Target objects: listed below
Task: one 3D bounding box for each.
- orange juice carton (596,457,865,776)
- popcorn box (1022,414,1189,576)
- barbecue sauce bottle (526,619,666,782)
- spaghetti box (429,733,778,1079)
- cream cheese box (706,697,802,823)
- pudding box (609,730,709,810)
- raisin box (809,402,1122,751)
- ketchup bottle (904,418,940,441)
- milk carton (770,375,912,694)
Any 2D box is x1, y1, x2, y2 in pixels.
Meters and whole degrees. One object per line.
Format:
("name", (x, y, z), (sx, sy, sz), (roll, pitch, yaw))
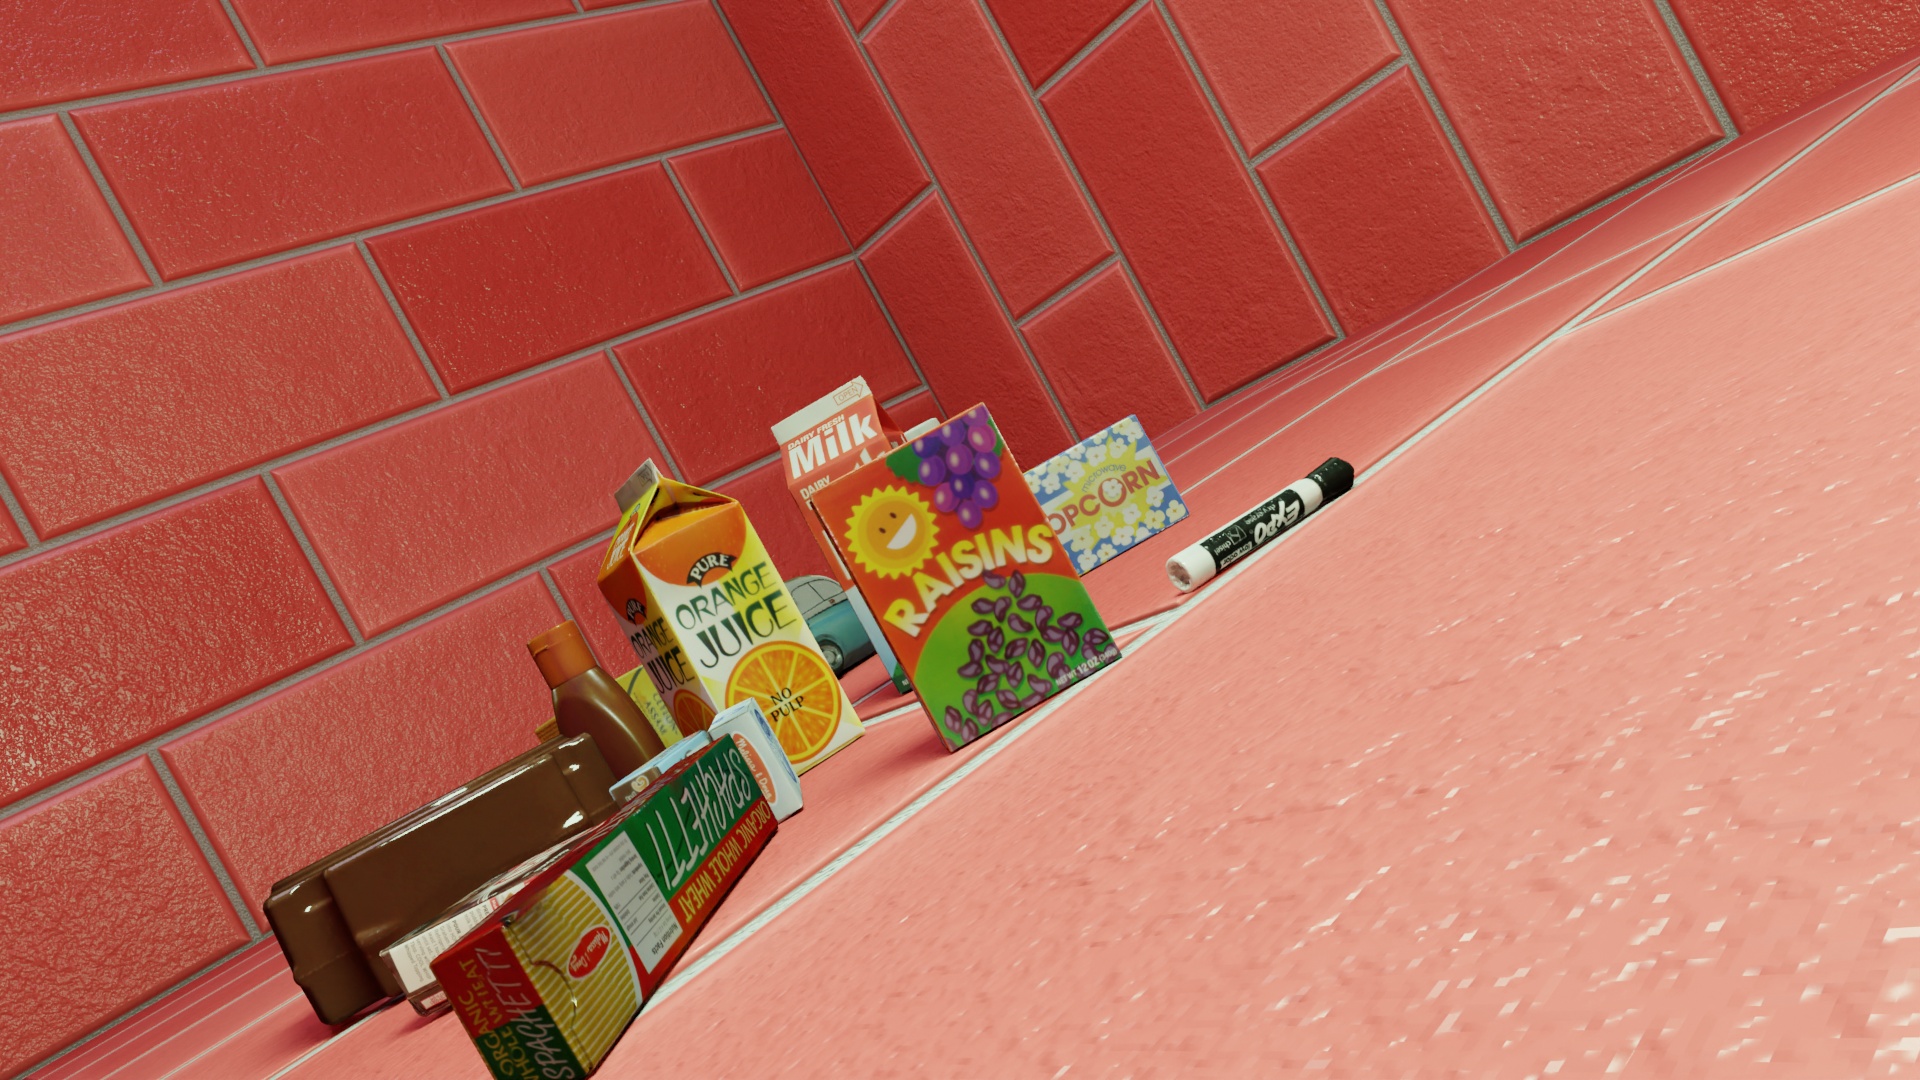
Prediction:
("orange juice carton", (-0.141, 0.047, 0.788), (0.073, 0.192, 0.071), (-30, 1, -33))
("popcorn box", (0.091, -0.025, 1.011), (0.127, 0.085, 0.038), (-29, 1, -6))
("barbecue sauce bottle", (-0.252, 0.128, 0.972), (0.064, 0.148, 0.044), (-29, 1, 20))
("spaghetti box", (-0.113, 0.122, 0.504), (0.028, 0.050, 0.250), (-29, 1, 6))
("cream cheese box", (-0.101, 0.108, 0.685), (0.024, 0.053, 0.103), (-29, 1, -8))
("pudding box", (-0.146, 0.134, 0.724), (0.030, 0.049, 0.084), (-29, 1, 8))
("raisin box", (0.001, 0.015, 0.593), (0.086, 0.123, 0.040), (-29, 1, -5))
("ketchup bottle", (0.003, -0.012, 0.962), (0.065, 0.148, 0.043), (-29, 1, -1))
("milk carton", (-0.048, -0.006, 0.893), (0.072, 0.190, 0.073), (-29, 1, 8))
